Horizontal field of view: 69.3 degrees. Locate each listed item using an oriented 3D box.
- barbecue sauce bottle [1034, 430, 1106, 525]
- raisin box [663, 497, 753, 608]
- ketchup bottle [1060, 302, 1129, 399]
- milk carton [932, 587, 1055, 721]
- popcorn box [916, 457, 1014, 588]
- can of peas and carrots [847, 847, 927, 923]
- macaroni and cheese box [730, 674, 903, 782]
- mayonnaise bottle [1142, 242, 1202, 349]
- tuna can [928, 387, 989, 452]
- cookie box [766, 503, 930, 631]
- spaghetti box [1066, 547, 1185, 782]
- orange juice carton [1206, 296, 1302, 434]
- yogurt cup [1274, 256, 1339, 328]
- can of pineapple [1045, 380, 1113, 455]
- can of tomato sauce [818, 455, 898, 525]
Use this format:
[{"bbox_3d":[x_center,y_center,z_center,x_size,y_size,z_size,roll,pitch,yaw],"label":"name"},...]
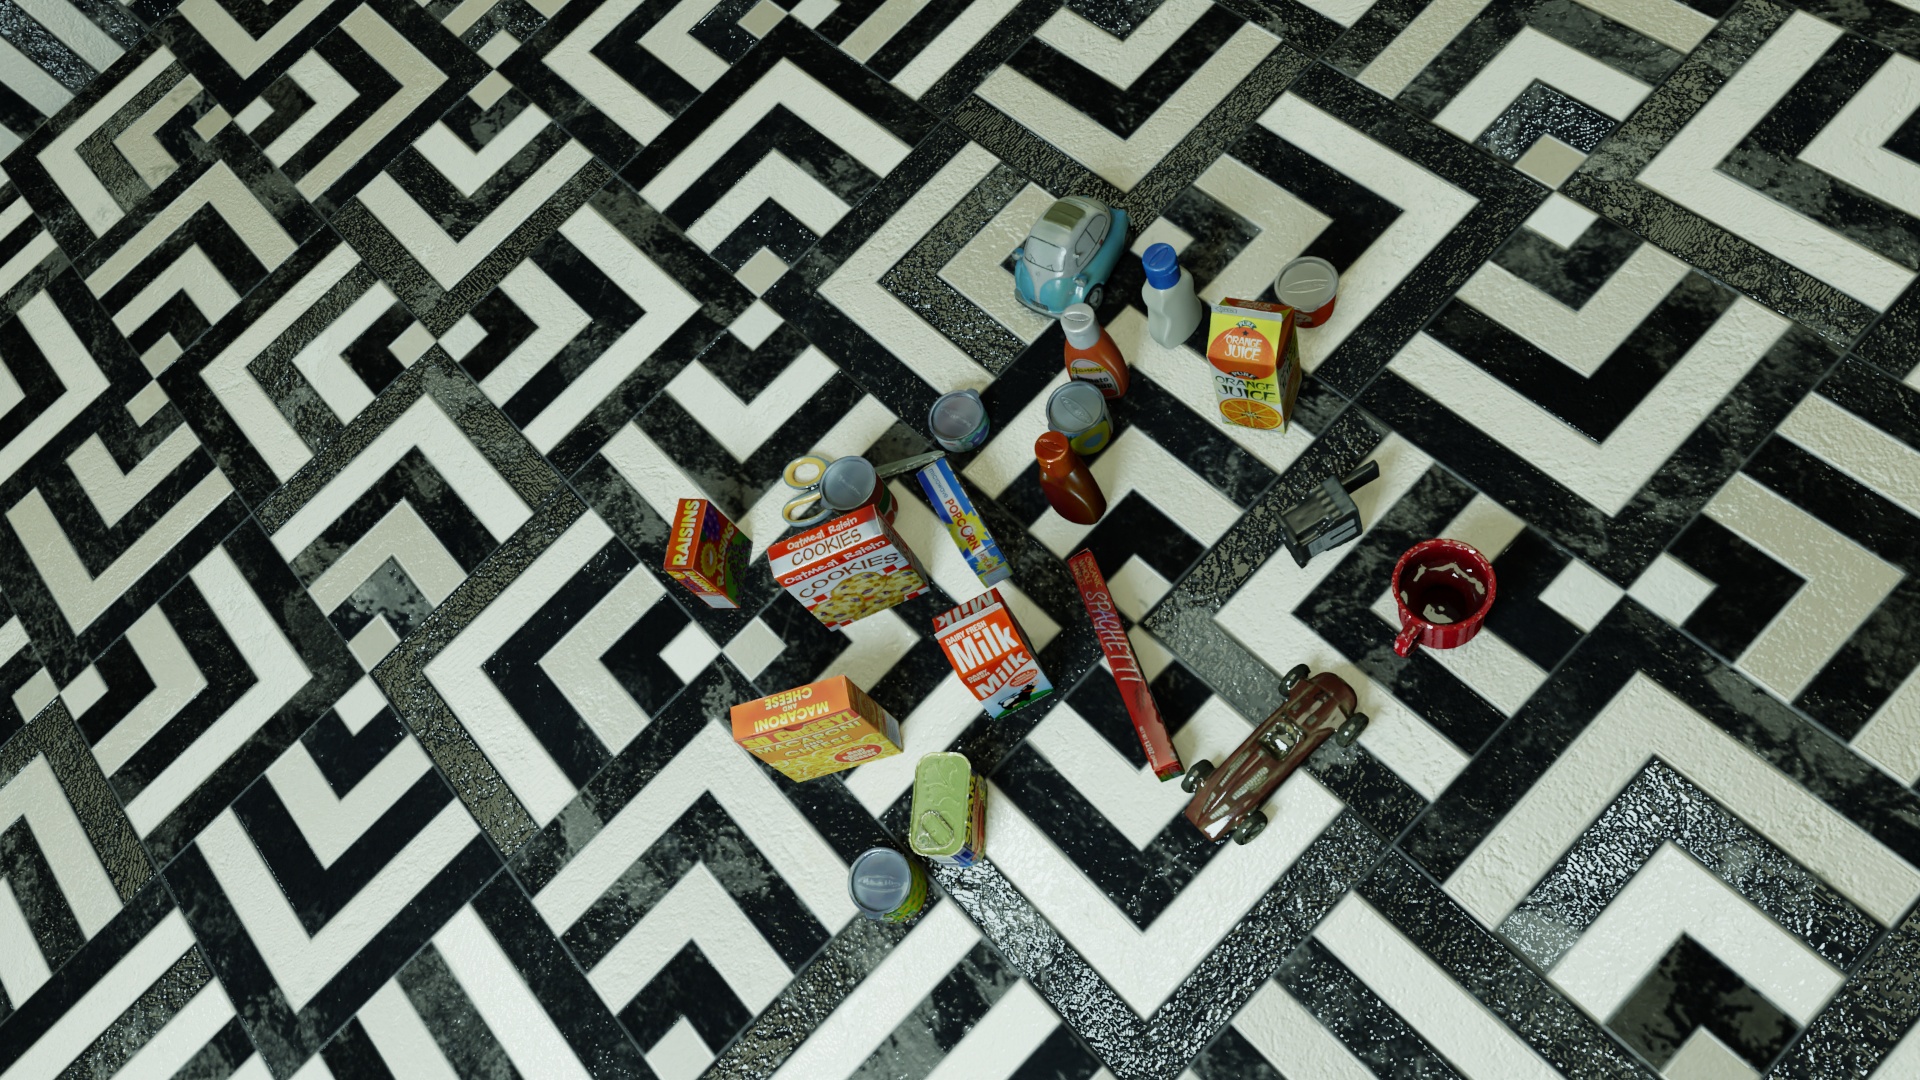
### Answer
[{"bbox_3d":[0.111,-0.066,1.460,0.065,0.148,0.044,24,76,25],"label":"barbecue sauce bottle"},{"bbox_3d":[-0.282,0.015,1.557,0.040,0.123,0.086,1,68,18],"label":"raisin box"},{"bbox_3d":[0.142,-0.206,1.513,0.065,0.148,0.044,6,69,20],"label":"ketchup bottle"},{"bbox_3d":[0.031,0.109,1.382,0.072,0.190,0.074,-28,62,4],"label":"milk carton"},{"bbox_3d":[0.005,-0.019,1.507,0.038,0.085,0.127,-31,62,2],"label":"popcorn box"},{"bbox_3d":[-0.072,0.346,1.382,0.071,0.058,0.071,-6,65,14],"label":"can of peas and carrots"},{"bbox_3d":[-0.142,0.194,1.410,0.123,0.166,0.040,-17,63,9],"label":"macaroni and cheese box"},{"bbox_3d":[0.227,-0.269,1.516,0.065,0.147,0.041,-47,62,-6],"label":"mayonnaise bottle"},{"bbox_3d":[0.000,-0.138,1.591,0.071,0.032,0.071,-6,65,14],"label":"tuna can"},{"bbox_3d":[-0.116,0.031,1.475,0.123,0.167,0.040,-23,63,6],"label":"cookie box"},{"bbox_3d":[0.167,0.124,1.413,0.028,0.050,0.251,-24,62,6],"label":"spaghetti box"},{"bbox_3d":[0.303,-0.188,1.431,0.072,0.192,0.073,13,72,22],"label":"orange juice carton"},{"bbox_3d":[0.381,-0.269,1.522,0.072,0.053,0.072,-6,65,14],"label":"yogurt cup"},{"bbox_3d":[0.130,-0.134,1.536,0.071,0.057,0.071,-6,65,14],"label":"can of pineapple"},{"bbox_3d":[-0.114,-0.046,1.556,0.071,0.083,0.071,-6,65,14],"label":"can of tomato sauce"}]
